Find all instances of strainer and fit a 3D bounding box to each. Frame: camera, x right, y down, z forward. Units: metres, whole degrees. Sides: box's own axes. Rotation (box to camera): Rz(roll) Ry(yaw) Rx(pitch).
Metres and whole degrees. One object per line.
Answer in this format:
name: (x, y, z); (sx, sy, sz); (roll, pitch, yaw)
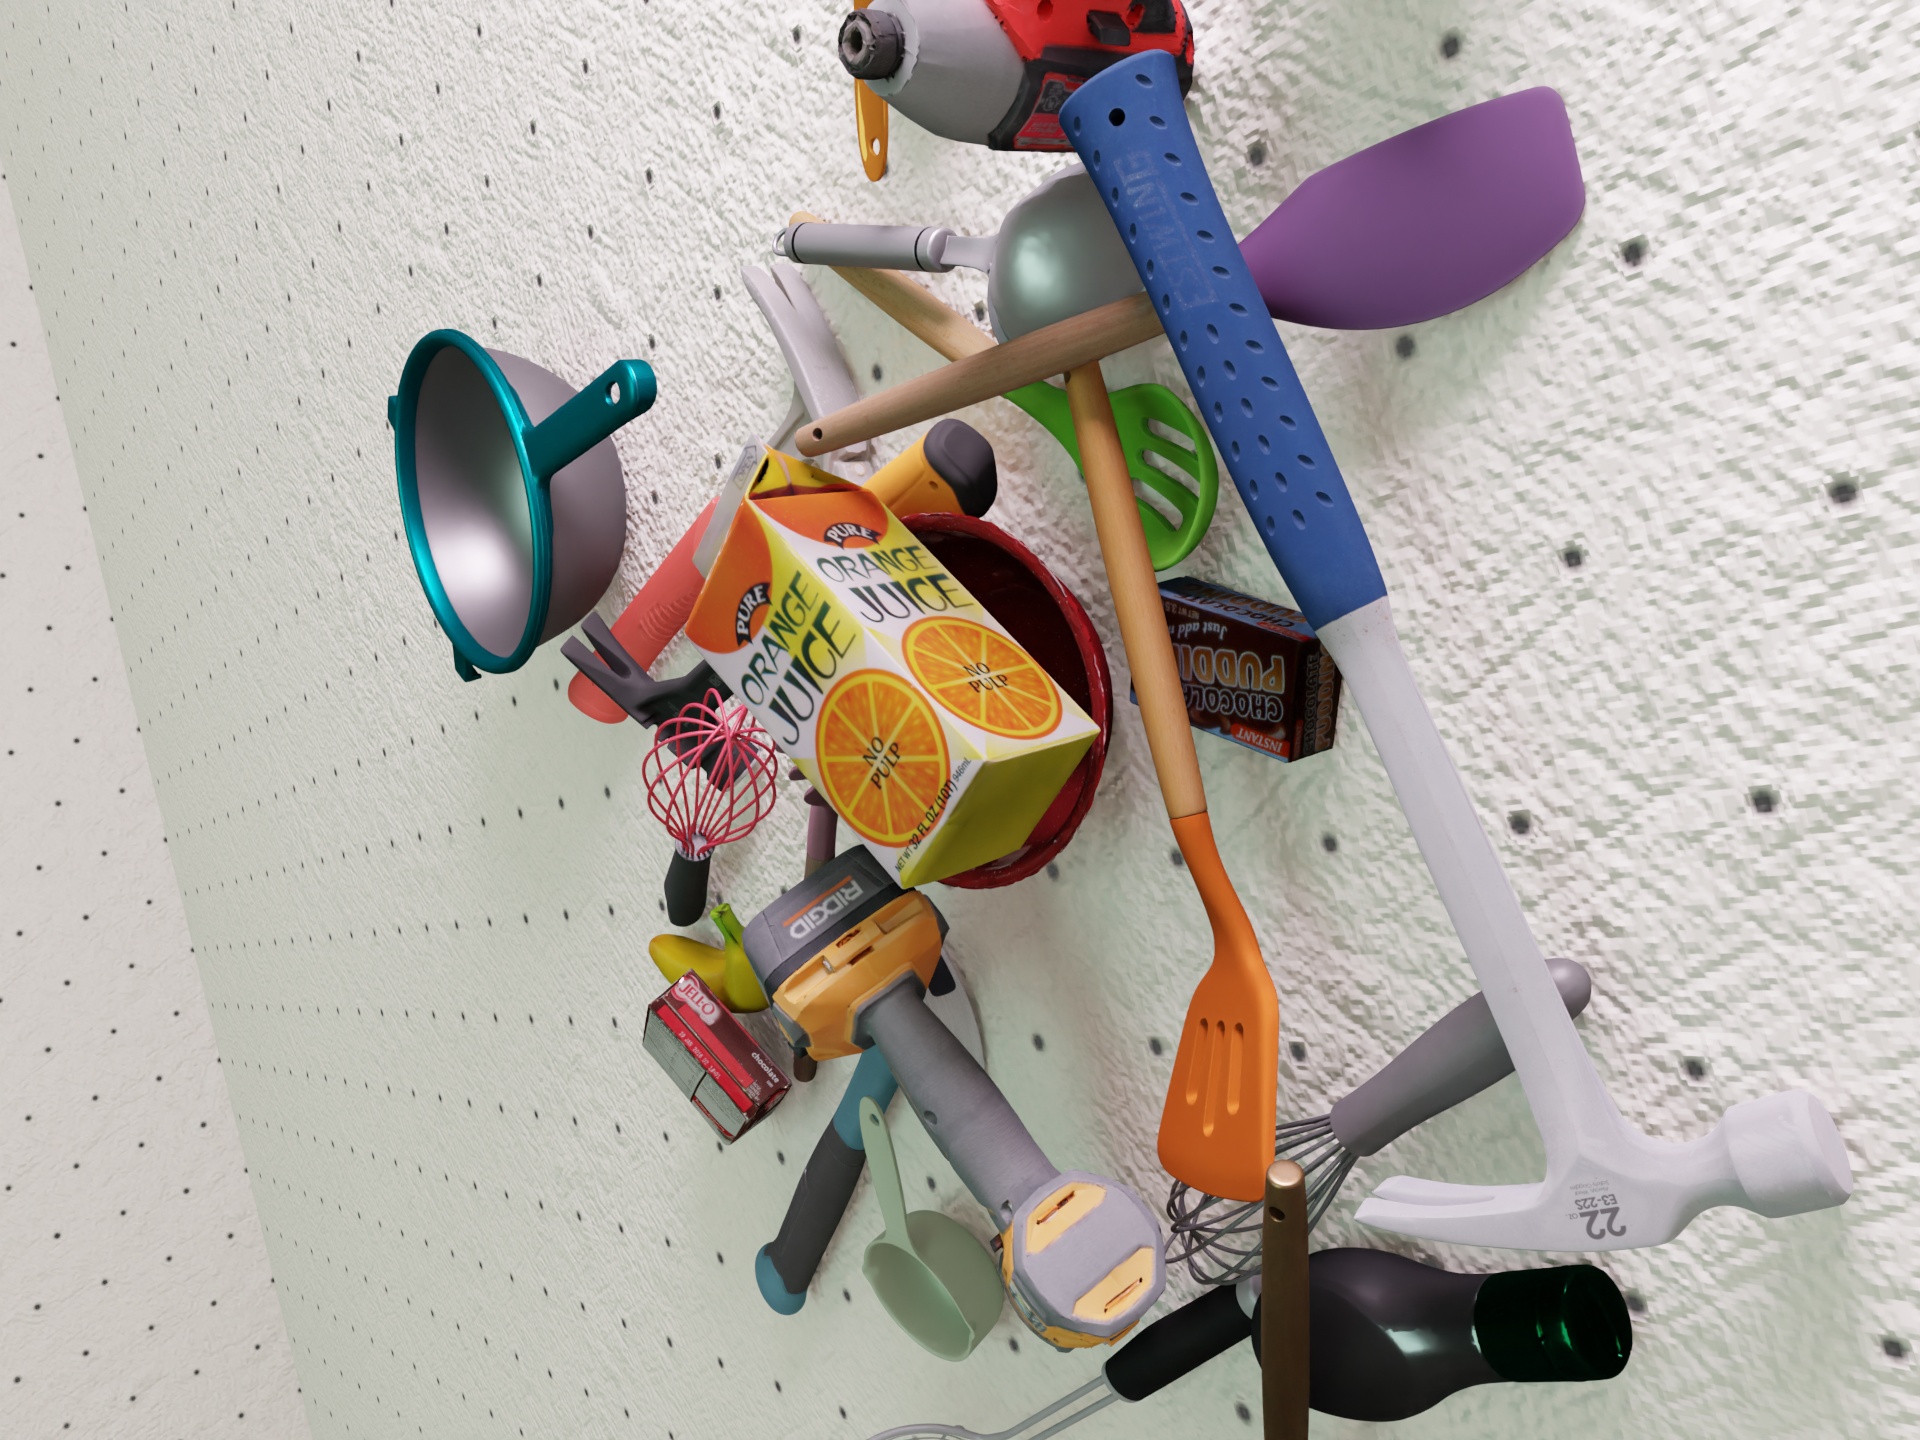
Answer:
strainer: (-0.006, -0.197, 0.668); (0.259, 0.050, 0.087); (20, 95, 46)
strainer: (-0.232, -0.150, 0.947); (0.340, 0.095, 0.211); (-15, 90, 52)

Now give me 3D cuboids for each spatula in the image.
spatula: (0.060, -0.140, 0.568); (0.316, 0.018, 0.060); (-11, 92, 36)
spatula: (0.072, 0.014, 0.595); (0.081, 0.041, 0.322); (164, 92, -68)

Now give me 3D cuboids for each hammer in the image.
hammer: (0.125, -0.022, 0.513); (0.144, 0.035, 0.405); (-26, 84, 33)
hammer: (-0.065, 0.239, 0.905); (0.128, 0.033, 0.330); (51, 137, 31)
hammer: (-0.091, -0.062, 0.793); (0.127, 0.034, 0.337); (43, 143, -12)
hammer: (-0.155, -0.097, 0.911); (0.359, 0.036, 0.149); (-37, 71, 50)

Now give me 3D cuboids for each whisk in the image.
whisk: (0.146, 0.152, 0.594); (0.055, 0.055, 0.239); (58, 136, 22)
whisk: (-0.149, 0.063, 0.901); (0.073, 0.073, 0.295); (63, 157, 17)

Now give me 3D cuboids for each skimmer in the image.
skimmer: (0.039, 0.359, 0.760); (0.127, 0.090, 0.363); (35, 133, -1)

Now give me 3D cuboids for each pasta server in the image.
pasta server: (-0.083, 0.089, 0.847); (0.060, 0.040, 0.316); (-94, 9, -50)

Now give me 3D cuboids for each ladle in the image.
ladle: (0.119, 0.292, 0.607); (0.078, 0.062, 0.320); (14, 128, 31)

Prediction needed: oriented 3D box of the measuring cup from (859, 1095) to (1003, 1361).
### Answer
measuring cup: (-0.020, 0.254, 0.820); (0.083, 0.038, 0.167); (11, 122, 43)

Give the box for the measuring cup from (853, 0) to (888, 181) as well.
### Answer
measuring cup: (-0.018, -0.313, 0.654); (0.095, 0.052, 0.173); (25, 122, 46)

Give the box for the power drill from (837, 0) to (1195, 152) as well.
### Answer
power drill: (0.055, -0.273, 0.497); (0.079, 0.143, 0.219); (60, 138, 17)

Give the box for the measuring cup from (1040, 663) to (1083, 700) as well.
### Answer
measuring cup: (-0.001, -0.002, 0.746); (0.156, 0.029, 0.062); (-18, 87, 53)

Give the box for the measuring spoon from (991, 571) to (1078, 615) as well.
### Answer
measuring spoon: (0.012, -0.081, 0.722); (0.124, 0.018, 0.034); (37, 135, 32)

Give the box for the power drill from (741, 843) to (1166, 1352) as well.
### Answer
power drill: (0.001, 0.182, 0.717); (0.226, 0.084, 0.185); (50, 165, 19)

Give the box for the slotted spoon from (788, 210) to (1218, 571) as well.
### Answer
slotted spoon: (0.009, -0.159, 0.688); (0.314, 0.031, 0.070); (44, 133, 38)
